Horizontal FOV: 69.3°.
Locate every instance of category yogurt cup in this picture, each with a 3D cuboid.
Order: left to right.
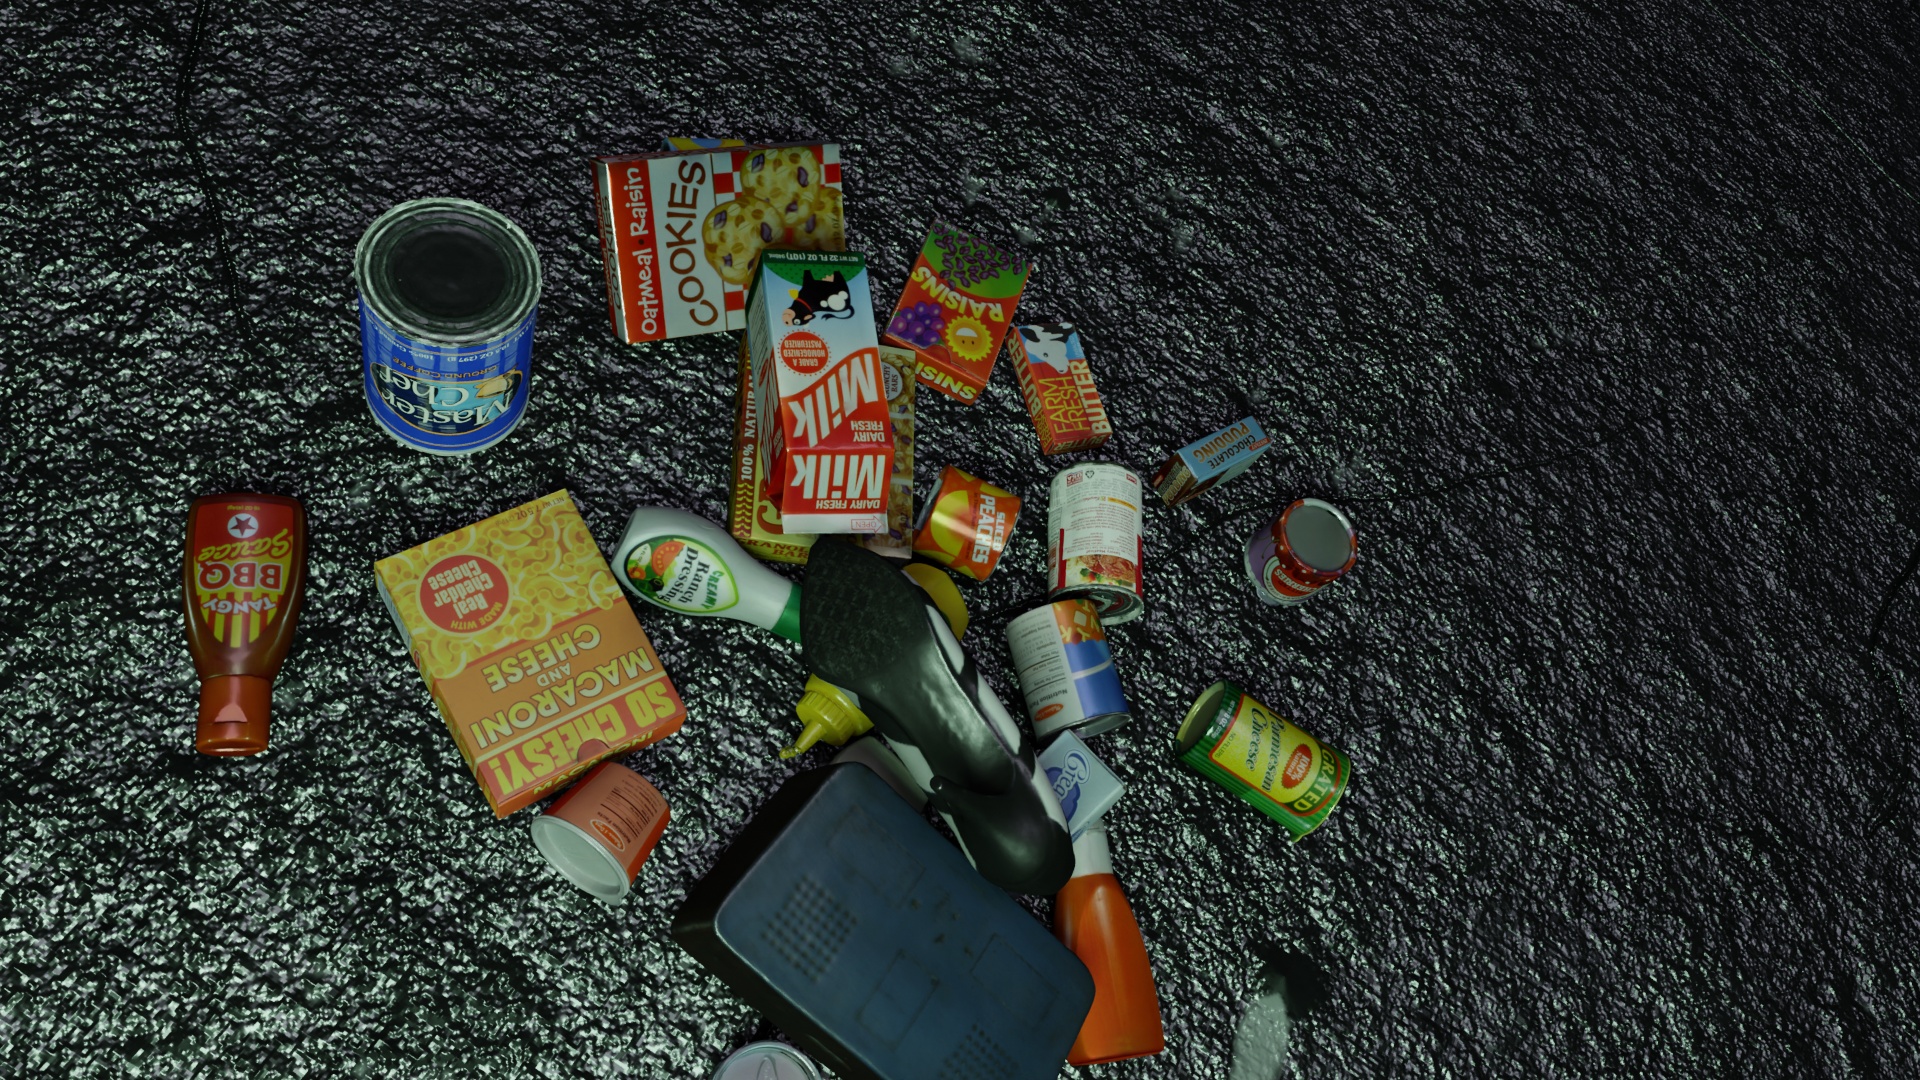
[{"bbox_3d":[-0.206,0.166,0.807,0.072,0.072,0.054,38,51,-1],"label":"yogurt cup"}]

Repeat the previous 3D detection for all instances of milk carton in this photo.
[{"bbox_3d":[-0.093,-0.092,0.917,0.072,0.073,0.191,-1,67,-20],"label":"milk carton"}]

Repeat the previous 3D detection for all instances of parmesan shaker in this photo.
[{"bbox_3d":[0.208,0.153,0.967,0.103,0.071,0.071,33,59,-3],"label":"parmesan shaker"}]

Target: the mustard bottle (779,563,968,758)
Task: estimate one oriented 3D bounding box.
[{"bbox_3d":[-0.059,0.086,0.900,0.161,0.049,0.065,-48,130,-28],"label":"mustard bottle"}]

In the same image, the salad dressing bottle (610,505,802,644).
[{"bbox_3d":[-0.149,0.028,0.898,0.147,0.064,0.044,25,22,-16],"label":"salad dressing bottle"}]

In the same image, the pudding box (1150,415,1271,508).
[{"bbox_3d":[0.193,-0.060,1.071,0.084,0.049,0.030,-25,76,-28],"label":"pudding box"}]

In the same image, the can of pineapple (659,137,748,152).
[{"bbox_3d":[-0.185,-0.259,1.011,0.058,0.070,0.071,-5,68,-22],"label":"can of pineapple"}]

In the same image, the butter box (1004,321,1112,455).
[{"bbox_3d":[0.075,-0.118,1.068,0.053,0.024,0.104,-8,70,-25],"label":"butter box"}]

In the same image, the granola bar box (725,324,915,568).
[{"bbox_3d":[-0.096,-0.063,0.969,0.124,0.039,0.166,8,64,-16],"label":"granola bar box"}]

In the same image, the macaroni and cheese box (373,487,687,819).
[{"bbox_3d":[-0.261,0.066,0.845,0.124,0.040,0.166,-26,77,-28],"label":"macaroni and cheese box"}]

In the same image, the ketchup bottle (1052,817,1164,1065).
[{"bbox_3d":[0.087,0.253,0.886,0.065,0.043,0.149,3,65,-26],"label":"ketchup bottle"}]

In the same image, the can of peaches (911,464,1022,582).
[{"bbox_3d":[0.003,-0.012,0.964,0.058,0.071,0.071,25,60,-7],"label":"can of peaches"}]

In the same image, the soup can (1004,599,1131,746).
[{"bbox_3d":[0.074,0.090,0.947,0.071,0.071,0.084,-7,69,-23],"label":"soup can"}]

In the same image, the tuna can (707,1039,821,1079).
[{"bbox_3d":[-0.110,0.319,0.787,0.071,0.032,0.071,8,64,-17],"label":"tuna can"}]

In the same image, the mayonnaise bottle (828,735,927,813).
[{"bbox_3d":[-0.089,0.190,0.852,0.065,0.041,0.149,47,60,0],"label":"mayonnaise bottle"}]

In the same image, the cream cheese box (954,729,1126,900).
[{"bbox_3d":[0.051,0.175,0.890,0.104,0.024,0.053,-43,65,-6],"label":"cream cheese box"}]

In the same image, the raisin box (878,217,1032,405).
[{"bbox_3d":[-0.005,-0.175,1.056,0.086,0.040,0.124,26,60,-9],"label":"raisin box"}]

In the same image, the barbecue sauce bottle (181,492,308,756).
[{"bbox_3d":[-0.412,0.047,0.796,0.065,0.043,0.149,1,66,-21],"label":"barbecue sauce bottle"}]

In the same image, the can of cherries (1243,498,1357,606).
[{"bbox_3d":[0.258,0.011,1.056,0.071,0.058,0.072,8,63,-17],"label":"can of cherries"}]

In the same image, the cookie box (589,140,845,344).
[{"bbox_3d":[-0.165,-0.211,0.974,0.168,0.040,0.122,-12,113,-25],"label":"cookie box"}]
